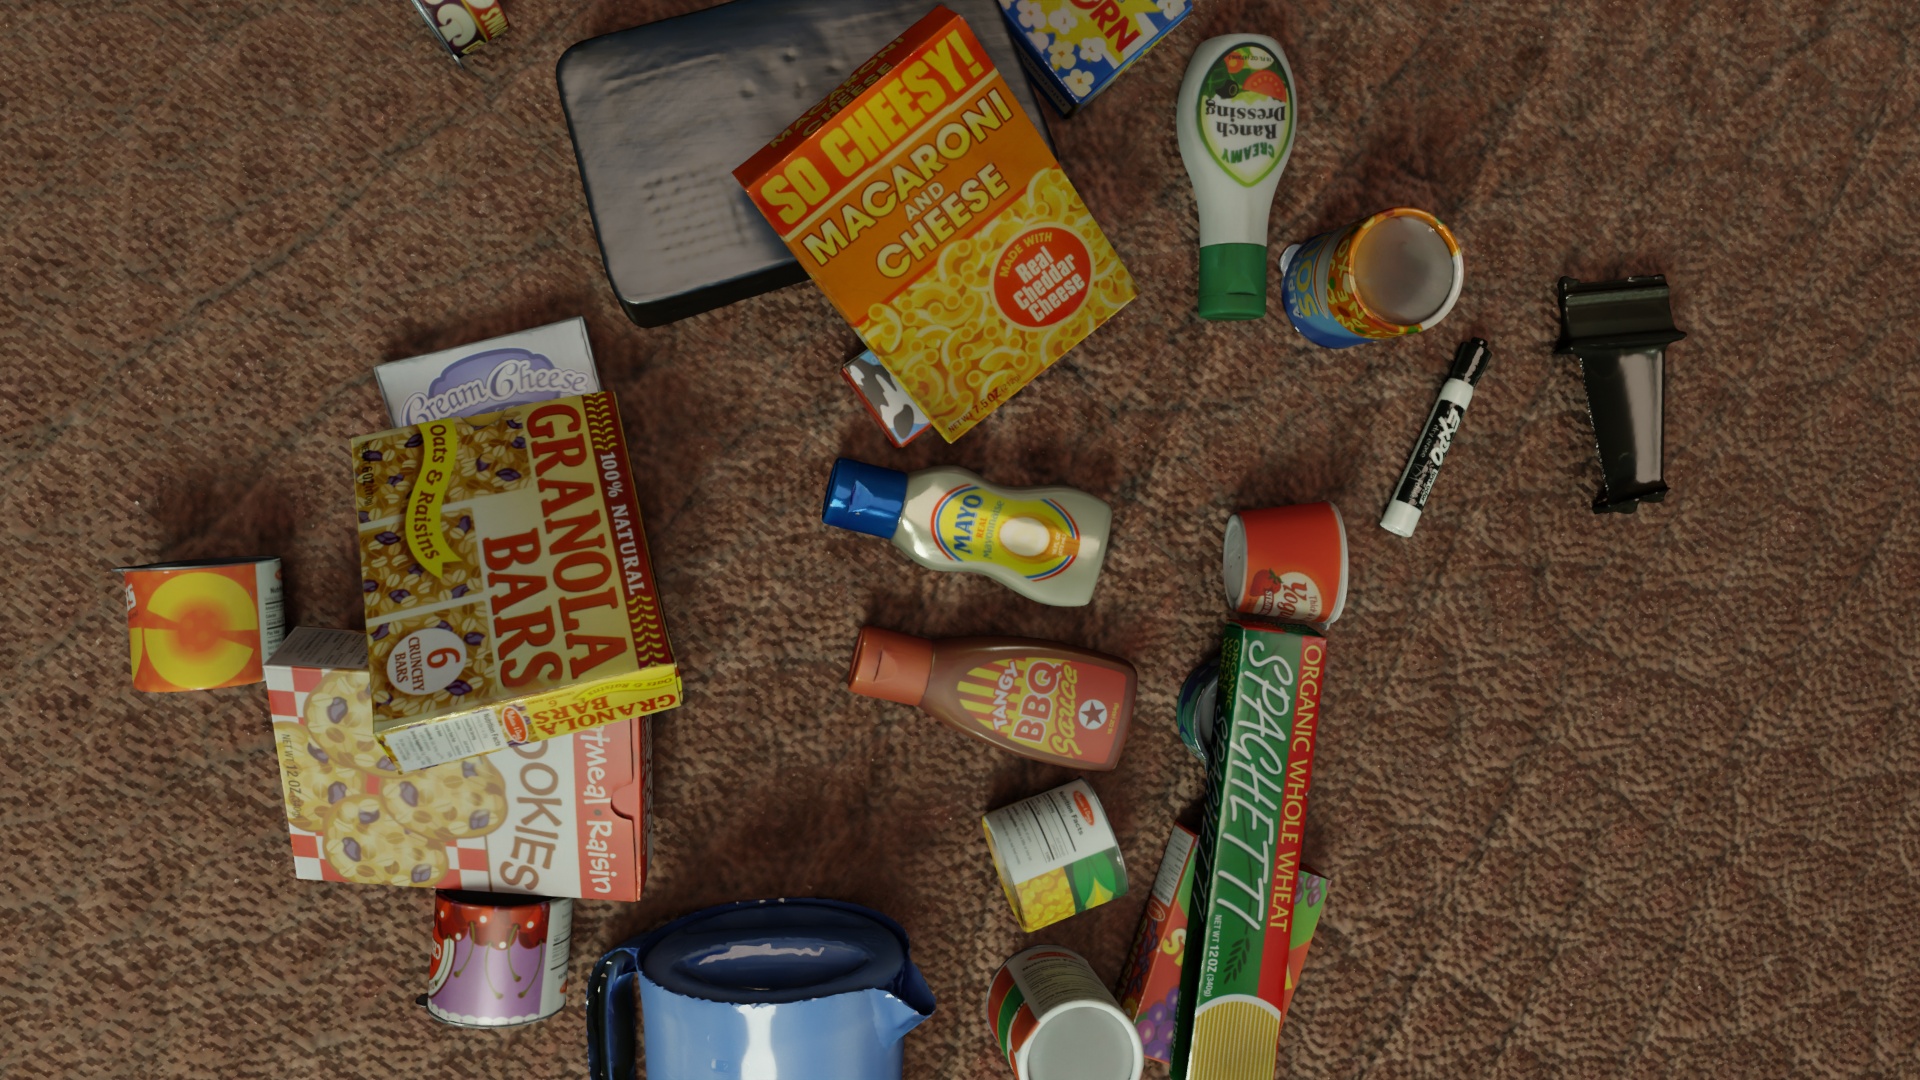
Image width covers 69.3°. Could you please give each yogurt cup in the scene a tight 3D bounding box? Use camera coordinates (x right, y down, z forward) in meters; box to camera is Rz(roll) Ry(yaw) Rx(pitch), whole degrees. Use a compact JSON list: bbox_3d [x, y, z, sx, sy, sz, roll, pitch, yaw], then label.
[{"bbox_3d":[0.175,0.012,0.755,0.054,0.072,0.072,0,92,-2],"label":"yogurt cup"}]

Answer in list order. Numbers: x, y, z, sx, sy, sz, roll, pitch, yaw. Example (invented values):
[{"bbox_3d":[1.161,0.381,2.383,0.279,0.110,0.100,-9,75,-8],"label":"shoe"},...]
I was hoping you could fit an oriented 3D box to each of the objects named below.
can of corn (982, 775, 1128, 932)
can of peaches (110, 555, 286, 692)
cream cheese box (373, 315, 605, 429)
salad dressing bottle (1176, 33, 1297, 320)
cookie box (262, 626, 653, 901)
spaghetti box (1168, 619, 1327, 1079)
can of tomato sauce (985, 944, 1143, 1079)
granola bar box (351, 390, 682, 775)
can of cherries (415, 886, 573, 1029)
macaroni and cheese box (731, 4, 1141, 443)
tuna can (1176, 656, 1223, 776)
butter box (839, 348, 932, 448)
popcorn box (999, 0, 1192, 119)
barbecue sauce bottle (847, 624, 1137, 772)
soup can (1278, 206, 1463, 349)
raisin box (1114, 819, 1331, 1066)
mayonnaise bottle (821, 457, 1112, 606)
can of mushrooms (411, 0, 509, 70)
[{"bbox_3d":[0.050,0.168,0.737,0.058,0.071,0.071,-19,95,-8],"label":"can of corn"},{"bbox_3d":[-0.359,0.039,0.658,0.071,0.071,0.058,-4,94,-10],"label":"can of peaches"},{"bbox_3d":[-0.233,-0.074,0.698,0.104,0.024,0.053,-16,94,-9],"label":"cream cheese box"},{"bbox_3d":[0.149,-0.195,0.753,0.064,0.044,0.147,0,92,-8],"label":"salad dressing bottle"},{"bbox_3d":[-0.233,0.108,0.661,0.167,0.040,0.122,4,115,-2],"label":"cookie box"},{"bbox_3d":[0.151,0.167,0.733,0.050,0.028,0.250,7,90,-11],"label":"spaghetti box"},{"bbox_3d":[0.054,0.260,0.731,0.071,0.083,0.071,0,92,-10],"label":"can of tomato sauce"},{"bbox_3d":[-0.204,0.012,0.633,0.124,0.038,0.166,-13,55,-13],"label":"granola bar box"},{"bbox_3d":[-0.230,0.201,0.686,0.071,0.071,0.058,4,91,-10],"label":"can of cherries"},{"bbox_3d":[-0.008,-0.146,0.661,0.123,0.040,0.166,-39,124,3],"label":"macaroni and cheese box"},{"bbox_3d":[0.154,0.099,0.769,0.071,0.033,0.071,0,92,-10],"label":"tuna can"},{"bbox_3d":[-0.008,-0.099,0.738,0.103,0.024,0.053,-37,98,-7],"label":"butter box"},{"bbox_3d":[0.050,-0.301,0.735,0.085,0.038,0.126,-42,98,-5],"label":"popcorn box"},{"bbox_3d":[0.016,0.078,0.738,0.149,0.043,0.065,14,90,-10],"label":"barbecue sauce bottle"},{"bbox_3d":[0.217,-0.141,0.747,0.071,0.084,0.071,0,92,-10],"label":"soup can"},{"bbox_3d":[0.141,0.229,0.768,0.086,0.040,0.123,20,87,-11],"label":"raisin box"},{"bbox_3d":[0.003,-0.009,0.734,0.148,0.041,0.064,13,91,-11],"label":"mayonnaise bottle"},{"bbox_3d":[-0.249,-0.266,0.668,0.033,0.071,0.071,-36,98,-8],"label":"can of mushrooms"}]
